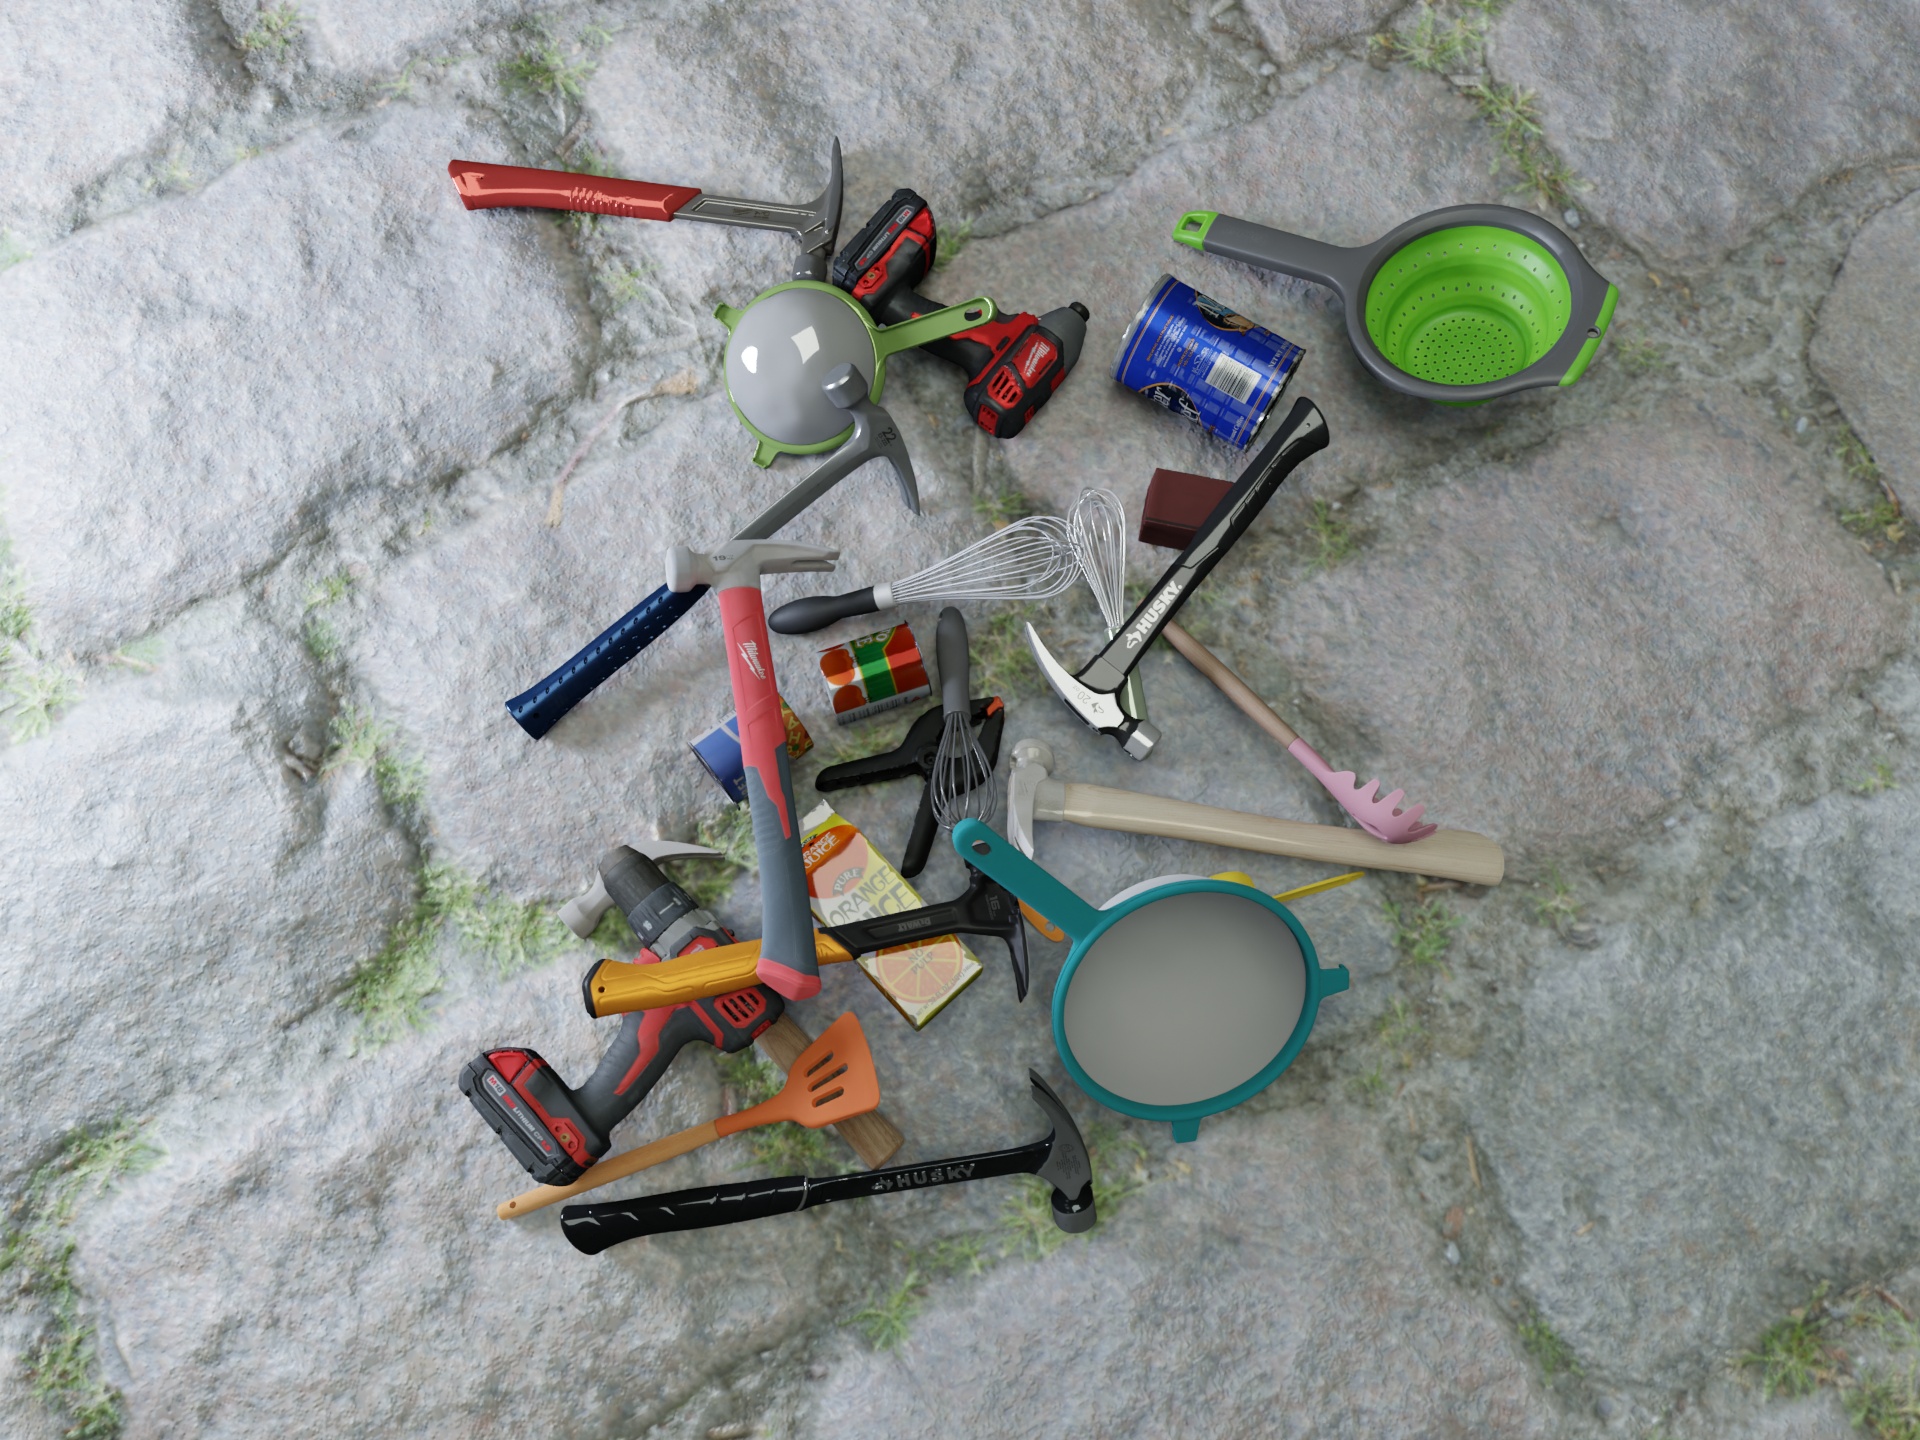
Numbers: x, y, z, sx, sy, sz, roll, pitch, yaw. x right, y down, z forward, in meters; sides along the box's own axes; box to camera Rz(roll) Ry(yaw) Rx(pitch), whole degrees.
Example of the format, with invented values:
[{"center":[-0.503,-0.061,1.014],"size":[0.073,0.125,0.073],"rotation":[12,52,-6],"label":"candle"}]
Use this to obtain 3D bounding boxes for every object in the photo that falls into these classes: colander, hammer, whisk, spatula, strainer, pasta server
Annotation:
[{"center":[0.378,-0.377,1.438],"size":[0.397,0.094,0.204],"rotation":[24,76,24],"label":"colander"},{"center":[-0.137,0.027,1.240],"size":[0.143,0.038,0.387],"rotation":[-4,63,-18],"label":"hammer"},{"center":[0.195,-0.138,1.337],"size":[0.146,0.035,0.335],"rotation":[38,84,3],"label":"hammer"},{"center":[-0.115,0.182,1.207],"size":[0.337,0.034,0.127],"rotation":[-10,70,-11],"label":"hammer"},{"center":[-0.104,0.358,1.222],"size":[0.409,0.036,0.149],"rotation":[-9,119,2],"label":"hammer"},{"center":[0.134,-0.086,1.370],"size":[0.058,0.059,0.246],"rotation":[-16,77,32],"label":"whisk"},{"center":[-0.214,0.322,1.234],"size":[0.322,0.041,0.081],"rotation":[-22,59,2],"label":"spatula"},{"center":[-0.290,-0.489,1.470],"size":[0.359,0.036,0.149],"rotation":[7,75,0],"label":"hammer"},{"center":[-0.032,-0.111,1.335],"size":[0.284,0.070,0.070],"rotation":[-13,75,16],"label":"whisk"},{"center":[0.120,0.164,1.226],"size":[0.340,0.095,0.211],"rotation":[38,101,-19],"label":"strainer"},{"center":[0.264,-0.004,1.328],"size":[0.040,0.060,0.316],"rotation":[-43,67,-3],"label":"pasta server"},{"center":[-0.169,0.228,1.285],"size":[0.130,0.031,0.331],"rotation":[-44,80,-11],"label":"hammer"},{"center":[-0.095,-0.319,1.359],"size":[0.256,0.069,0.151],"rotation":[-13,93,16],"label":"strainer"},{"center":[-0.003,-0.005,1.307],"size":[0.055,0.055,0.239],"rotation":[-3,51,-2],"label":"whisk"},{"center":[-0.210,-0.123,1.351],"size":[0.405,0.035,0.143],"rotation":[-40,123,-3],"label":"hammer"},{"center":[0.241,0.097,1.295],"size":[0.410,0.038,0.146],"rotation":[8,35,-3],"label":"hammer"}]

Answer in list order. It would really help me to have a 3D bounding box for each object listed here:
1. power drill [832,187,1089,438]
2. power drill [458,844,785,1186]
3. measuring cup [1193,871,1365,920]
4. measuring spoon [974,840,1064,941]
[{"center":[0.004,-0.366,1.425],"size":[0.220,0.078,0.143],"rotation":[38,78,6],"label":"power drill"},{"center":[-0.274,0.225,1.230],"size":[0.227,0.080,0.188],"rotation":[-41,80,-13],"label":"power drill"},{"center":[0.261,0.135,1.314],"size":[0.156,0.062,0.029],"rotation":[-12,65,-15],"label":"measuring cup"},{"center":[0.046,0.139,1.325],"size":[0.021,0.011,0.117],"rotation":[-40,83,-11],"label":"measuring spoon"}]
